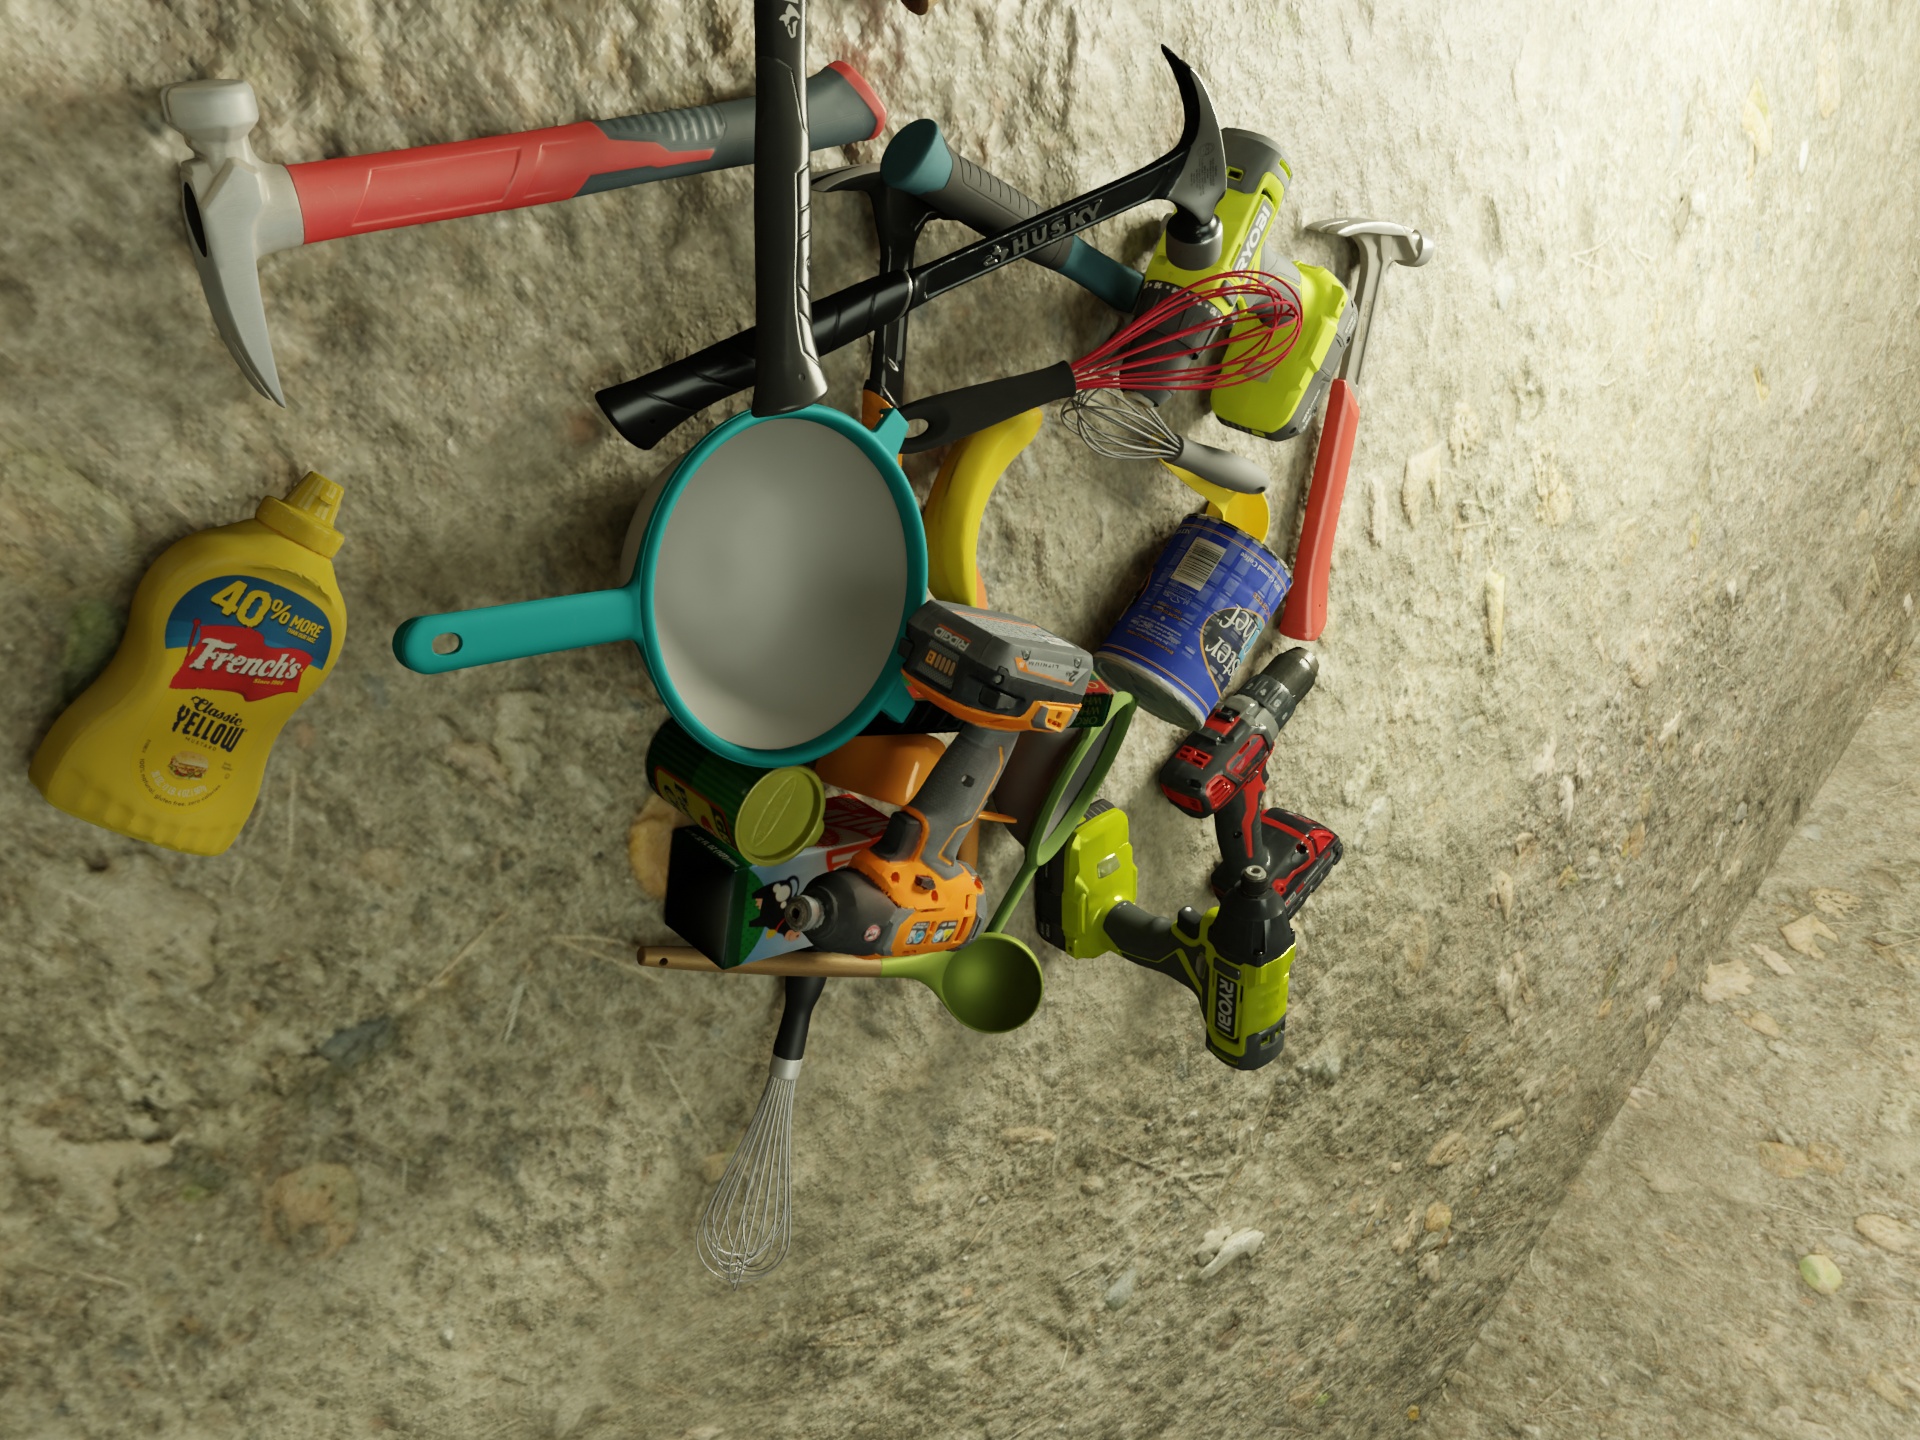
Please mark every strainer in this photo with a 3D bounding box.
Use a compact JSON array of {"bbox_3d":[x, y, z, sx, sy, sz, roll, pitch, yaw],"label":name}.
[{"bbox_3d":[0.044,0.077,1.223,0.256,0.069,0.151,-62,166,12],"label":"strainer"},{"bbox_3d":[-0.171,-0.071,0.901,0.340,0.095,0.211,-14,110,-42],"label":"strainer"}]

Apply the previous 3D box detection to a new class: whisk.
[{"bbox_3d":[-0.134,0.281,1.156,0.070,0.070,0.284,5,102,-47],"label":"whisk"},{"bbox_3d":[0.163,-0.207,1.199,0.238,0.055,0.055,11,102,-45],"label":"whisk"},{"bbox_3d":[0.087,-0.222,1.011,0.296,0.073,0.073,-19,126,-11],"label":"whisk"}]

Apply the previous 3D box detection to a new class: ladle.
[{"bbox_3d":[-0.075,0.178,1.115,0.320,0.062,0.078,10,106,-37],"label":"ladle"}]

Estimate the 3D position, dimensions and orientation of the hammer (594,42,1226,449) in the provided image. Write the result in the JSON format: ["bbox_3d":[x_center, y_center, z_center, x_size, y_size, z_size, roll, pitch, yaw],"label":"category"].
[{"bbox_3d":[-0.019,-0.258,0.922,0.409,0.036,0.149,-27,146,-13],"label":"hammer"}]

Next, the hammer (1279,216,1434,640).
[{"bbox_3d":[0.318,-0.242,1.360,0.149,0.037,0.359,-11,117,-42],"label":"hammer"}]

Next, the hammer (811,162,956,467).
[{"bbox_3d":[-0.056,-0.178,1.014,0.127,0.034,0.336,-16,121,-41],"label":"hammer"}]

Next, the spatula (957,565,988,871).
[{"bbox_3d":[-0.002,-0.004,1.154,0.081,0.041,0.322,-69,164,-52],"label":"spatula"}]

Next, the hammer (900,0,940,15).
[{"bbox_3d":[0.079,-0.532,0.973,0.331,0.031,0.129,-46,135,-19],"label":"hammer"}]

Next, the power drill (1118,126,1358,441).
[{"bbox_3d":[0.199,-0.289,1.152,0.228,0.080,0.190,21,94,-59],"label":"power drill"}]

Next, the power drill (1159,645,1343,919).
[{"bbox_3d":[0.279,0.059,1.448,0.188,0.080,0.226,-45,133,-20],"label":"power drill"}]

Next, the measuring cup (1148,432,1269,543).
[{"bbox_3d":[0.192,-0.186,1.276,0.156,0.029,0.062,33,78,-36],"label":"measuring cup"}]

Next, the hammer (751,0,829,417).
[{"bbox_3d":[-0.098,-0.327,0.831,0.146,0.035,0.335,-5,97,-41],"label":"hammer"}]

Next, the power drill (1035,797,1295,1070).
[{"bbox_3d":[0.165,0.156,1.265,0.080,0.223,0.171,-26,127,-35],"label":"power drill"}]

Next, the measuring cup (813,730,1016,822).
[{"bbox_3d":[-0.020,0.035,1.108,0.173,0.095,0.052,14,91,-38],"label":"measuring cup"}]

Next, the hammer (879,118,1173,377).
[{"bbox_3d":[0.057,-0.310,1.028,0.330,0.033,0.128,6,106,-56],"label":"hammer"}]

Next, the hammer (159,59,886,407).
[{"bbox_3d":[-0.195,-0.273,0.821,0.386,0.038,0.143,-25,127,-35],"label":"hammer"}]

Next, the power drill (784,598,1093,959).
[{"bbox_3d":[-0.019,0.045,0.978,0.164,0.084,0.226,5,112,-55],"label":"power drill"}]
